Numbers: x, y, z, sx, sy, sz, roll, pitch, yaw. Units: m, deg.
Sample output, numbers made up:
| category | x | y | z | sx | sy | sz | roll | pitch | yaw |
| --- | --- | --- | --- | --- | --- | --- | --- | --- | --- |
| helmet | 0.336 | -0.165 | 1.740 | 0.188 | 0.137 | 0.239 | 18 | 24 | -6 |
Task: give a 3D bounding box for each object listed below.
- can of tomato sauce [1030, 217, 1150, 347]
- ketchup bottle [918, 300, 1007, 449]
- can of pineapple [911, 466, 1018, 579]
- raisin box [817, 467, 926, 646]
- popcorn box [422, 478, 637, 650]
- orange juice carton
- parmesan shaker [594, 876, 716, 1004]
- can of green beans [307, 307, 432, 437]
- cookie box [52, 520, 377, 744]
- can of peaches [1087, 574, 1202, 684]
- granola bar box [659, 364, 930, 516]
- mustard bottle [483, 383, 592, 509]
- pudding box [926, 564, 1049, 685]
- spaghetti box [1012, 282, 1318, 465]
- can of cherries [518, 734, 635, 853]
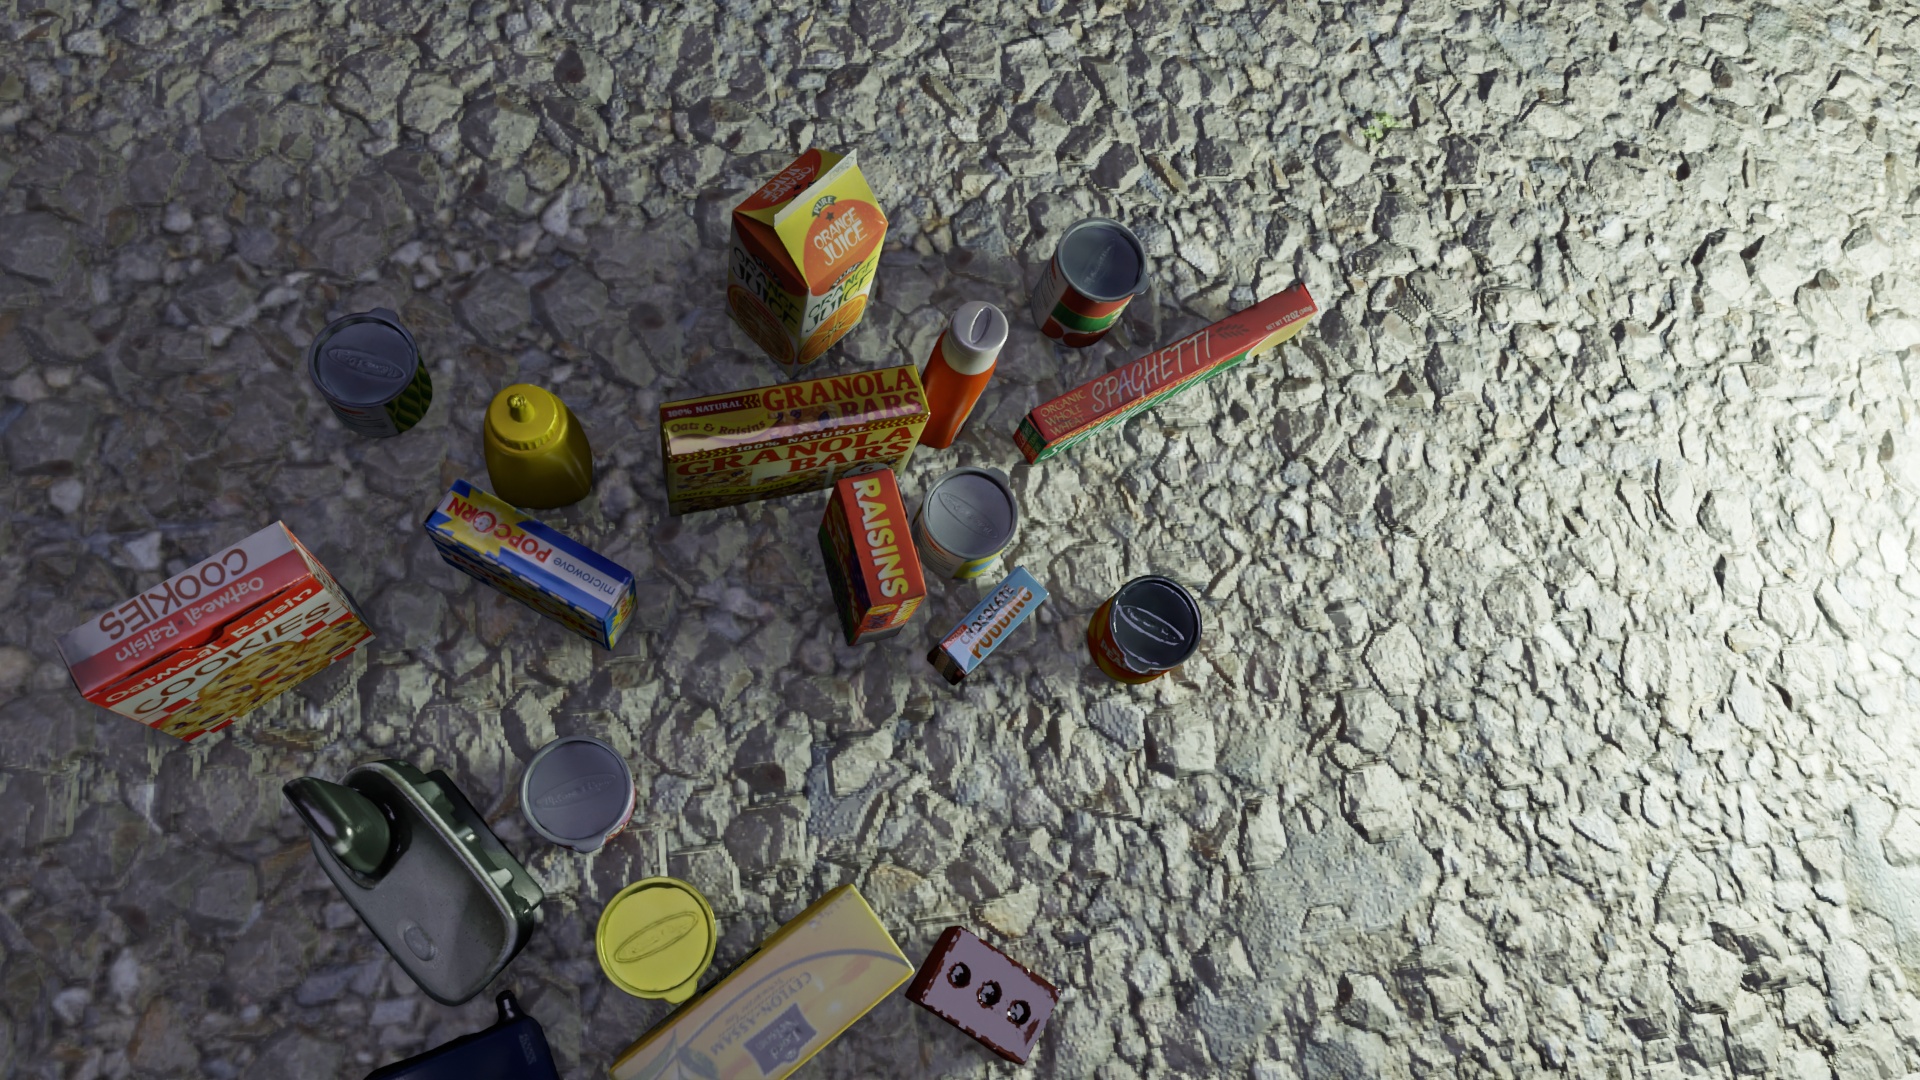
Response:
| category | x | y | z | sx | sy | sz | roll | pitch | yaw |
| --- | --- | --- | --- | --- | --- | --- | --- | --- | --- |
| can of tomato sauce | 0.094 | -0.187 | 1.018 | 0.071 | 0.083 | 0.071 | 3 | 73 | -10 |
| ketchup bottle | -0.002 | -0.115 | 0.941 | 0.043 | 0.148 | 0.065 | 21 | 71 | -4 |
| can of pineapple | 0.003 | -0.012 | 0.959 | 0.071 | 0.057 | 0.071 | 3 | 73 | -10 |
| raisin box | -0.059 | 0.014 | 0.904 | 0.040 | 0.123 | 0.086 | -12 | 76 | -14 |
| popcorn box | -0.269 | 0.018 | 0.881 | 0.127 | 0.085 | 0.038 | 29 | 70 | -2 |
| orange juice carton | -0.104 | -0.188 | 0.920 | 0.073 | 0.192 | 0.072 | 45 | 71 | 4 |
| parmesan shaker | -0.178 | 0.238 | 0.823 | 0.071 | 0.102 | 0.071 | 3 | 73 | -10 |
| can of green beans | -0.385 | -0.107 | 0.910 | 0.071 | 0.057 | 0.071 | 3 | 73 | -10 |
| cookie box | -0.416 | 0.057 | 0.796 | 0.123 | 0.167 | 0.040 | -33 | 83 | -18 |
| can of peaches | 0.125 | 0.065 | 0.960 | 0.071 | 0.058 | 0.071 | 3 | 73 | -10 |
| granola bar box | -0.113 | -0.066 | 0.917 | 0.166 | 0.124 | 0.039 | -11 | 76 | -14 |
| mustard bottle | -0.266 | -0.062 | 0.866 | 0.065 | 0.159 | 0.049 | -5 | 75 | -13 |
| pudding box | 0.018 | 0.058 | 0.945 | 0.030 | 0.049 | 0.084 | 46 | 71 | 4 |
| spaghetti box | 0.153 | -0.124 | 1.028 | 0.251 | 0.050 | 0.029 | -27 | 81 | -18 |
| can of cherries | -0.236 | 0.160 | 0.859 | 0.071 | 0.058 | 0.071 | 3 | 73 | -10 |
